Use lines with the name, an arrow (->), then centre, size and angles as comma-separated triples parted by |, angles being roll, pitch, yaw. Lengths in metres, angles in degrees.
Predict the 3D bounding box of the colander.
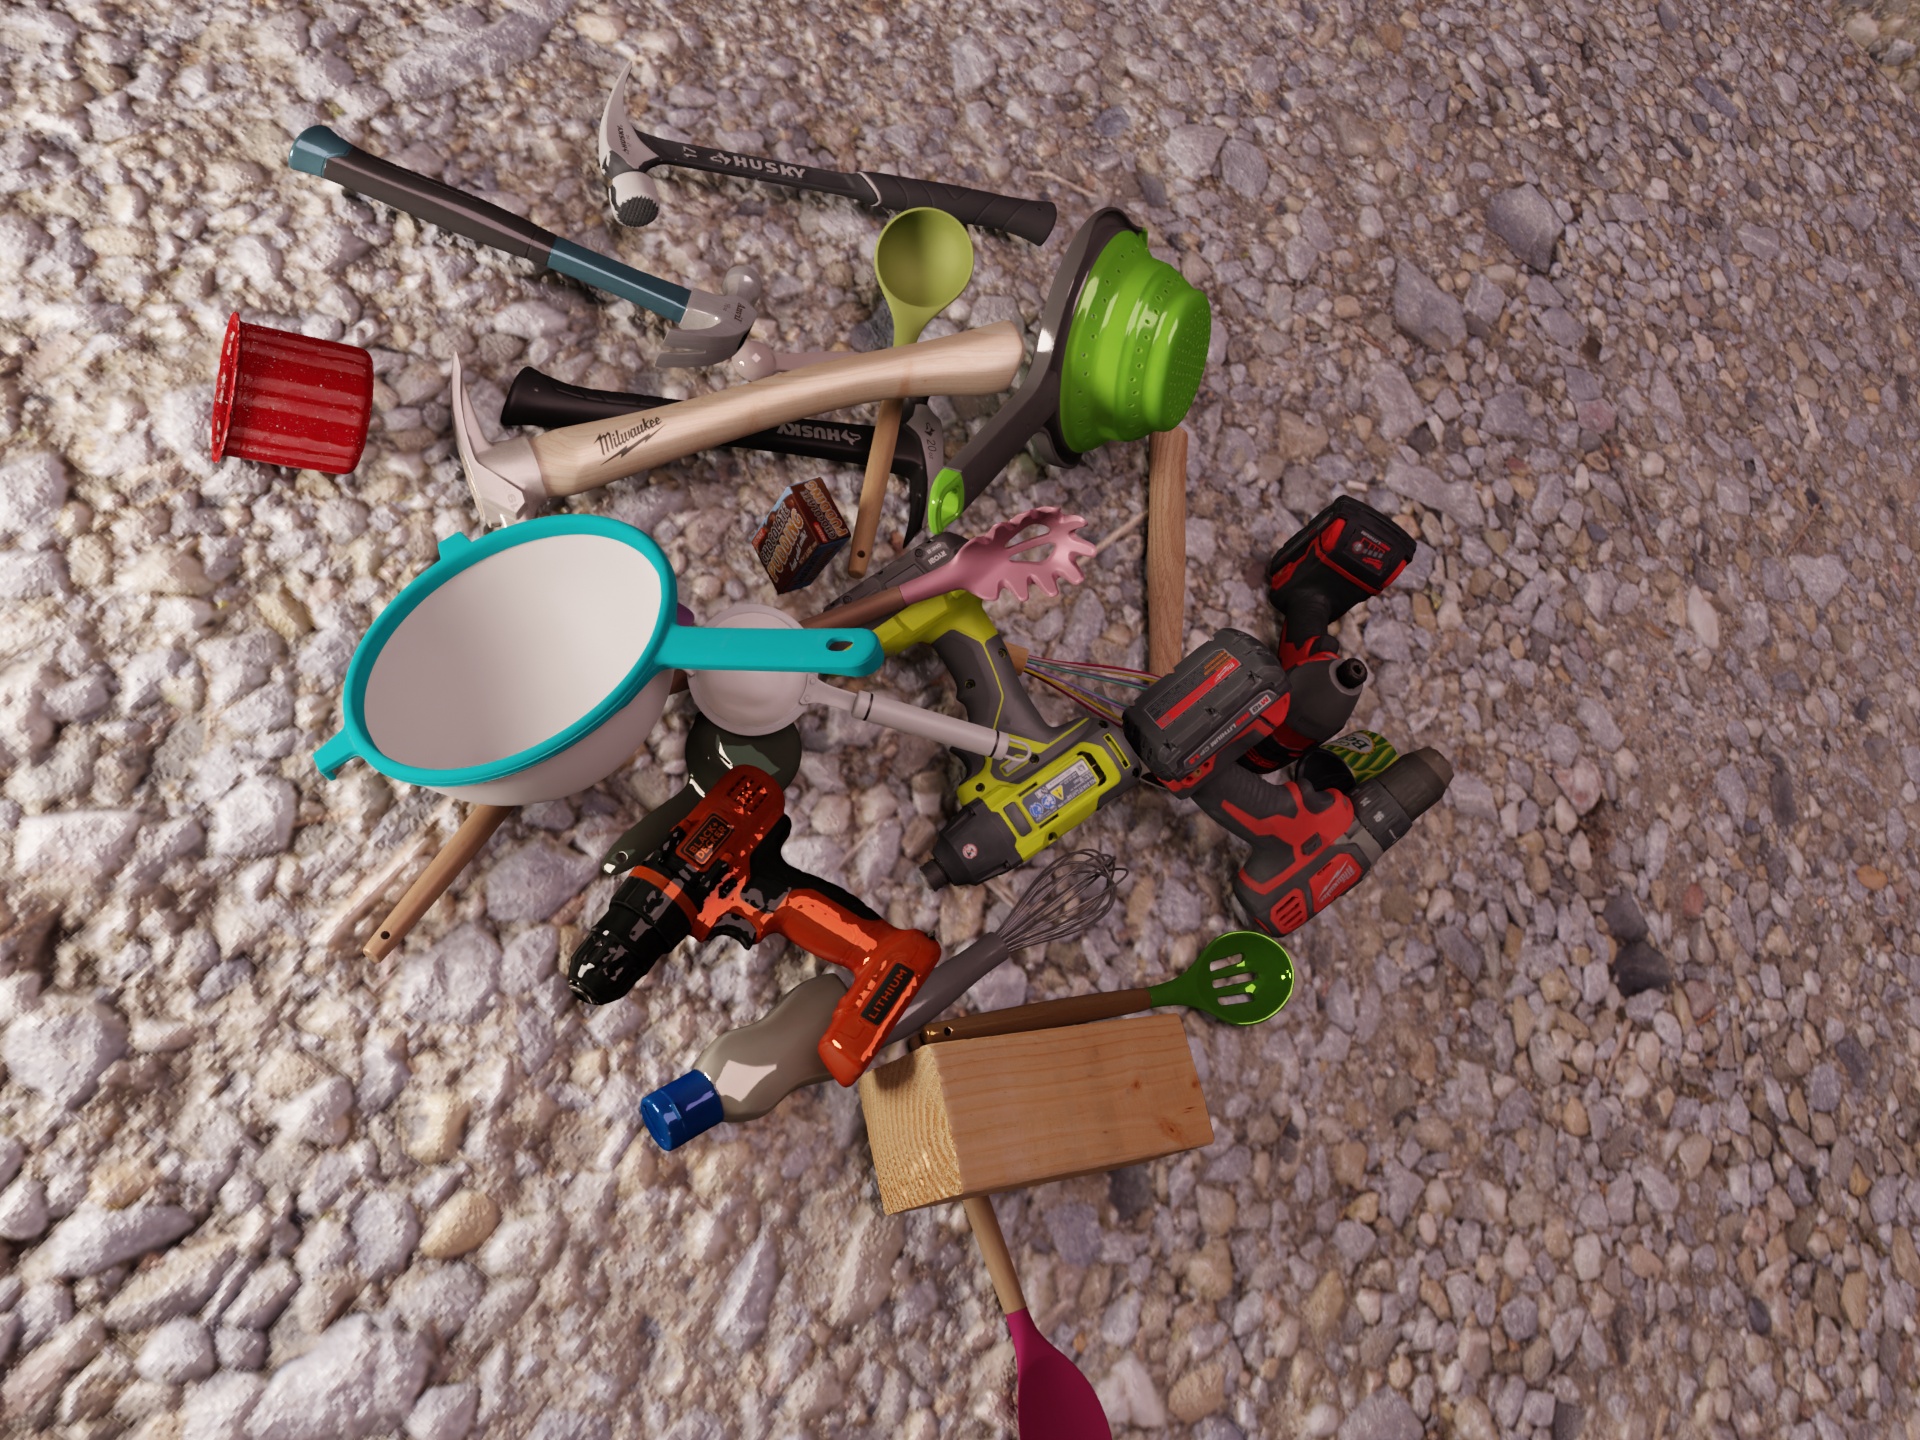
colander -> 0.100, -0.242, 1.194 | 0.094, 0.204, 0.397 | 18, 44, 20

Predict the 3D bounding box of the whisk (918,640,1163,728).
whisk -> 0.068, -0.034, 1.182 | 0.245, 0.051, 0.047 | 18, 83, -5

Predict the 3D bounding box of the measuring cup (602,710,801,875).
measuring cup -> -0.170, 0.044, 1.044 | 0.083, 0.038, 0.167 | 48, 53, -2

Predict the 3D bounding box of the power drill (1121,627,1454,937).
power drill -> 0.245, 0.037, 1.166 | 0.188, 0.080, 0.226 | -40, 118, 4

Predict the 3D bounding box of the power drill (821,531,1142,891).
power drill -> -0.002, -0.004, 1.119 | 0.171, 0.080, 0.223 | -34, 88, -8

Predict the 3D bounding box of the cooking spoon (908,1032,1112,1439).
cooking spoon -> 0.027, 0.355, 1.026 | 0.068, 0.017, 0.319 | -11, 75, -37

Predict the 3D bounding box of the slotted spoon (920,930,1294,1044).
slotted spoon -> 0.109, 0.198, 1.126 | 0.313, 0.031, 0.070 | -3, 76, -31

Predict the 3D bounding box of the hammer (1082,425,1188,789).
hammer -> 0.165, -0.101, 1.294 | 0.130, 0.031, 0.332 | 16, 62, -22

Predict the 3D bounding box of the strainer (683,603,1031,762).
strainer -> -0.072, -0.013, 1.050 | 0.258, 0.050, 0.087 | 16, 94, -13

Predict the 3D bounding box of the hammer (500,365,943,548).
hammer -> -0.165, -0.209, 1.162 | 0.334, 0.035, 0.146 | 2, 67, -27

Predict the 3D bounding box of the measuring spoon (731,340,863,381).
measuring spoon -> -0.117, -0.280, 1.229 | 0.124, 0.018, 0.034 | -8, 72, -31

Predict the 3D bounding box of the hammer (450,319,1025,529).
hammer -> -0.144, -0.229, 1.115 | 0.410, 0.038, 0.146 | -19, 90, -21

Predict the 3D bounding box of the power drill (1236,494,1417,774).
power drill -> 0.292, -0.069, 1.282 | 0.078, 0.143, 0.220 | 31, 55, -10

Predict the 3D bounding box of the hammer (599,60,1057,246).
hammer -> -0.096, -0.440, 1.297 | 0.408, 0.036, 0.149 | 0, 61, -30

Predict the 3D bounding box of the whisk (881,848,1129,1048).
whisk -> 0.027, 0.157, 1.097 | 0.239, 0.055, 0.055 | -31, 86, -30

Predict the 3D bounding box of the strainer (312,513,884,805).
strainer -> -0.196, -0.019, 0.947 | 0.340, 0.095, 0.211 | 2, 51, 19

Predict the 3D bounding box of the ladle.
ladle -> -0.048, -0.250, 1.190 | 0.078, 0.062, 0.320 | 13, 64, -7

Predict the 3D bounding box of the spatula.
spatula -> -0.273, 0.025, 1.010 | 0.060, 0.018, 0.316 | 29, 56, 4

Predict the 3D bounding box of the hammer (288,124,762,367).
hammer -> -0.305, -0.342, 1.136 | 0.331, 0.033, 0.128 | 20, 43, -16

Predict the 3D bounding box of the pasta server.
pasta server -> -0.064, -0.072, 1.060 | 0.316, 0.040, 0.060 | -21, 110, 0
